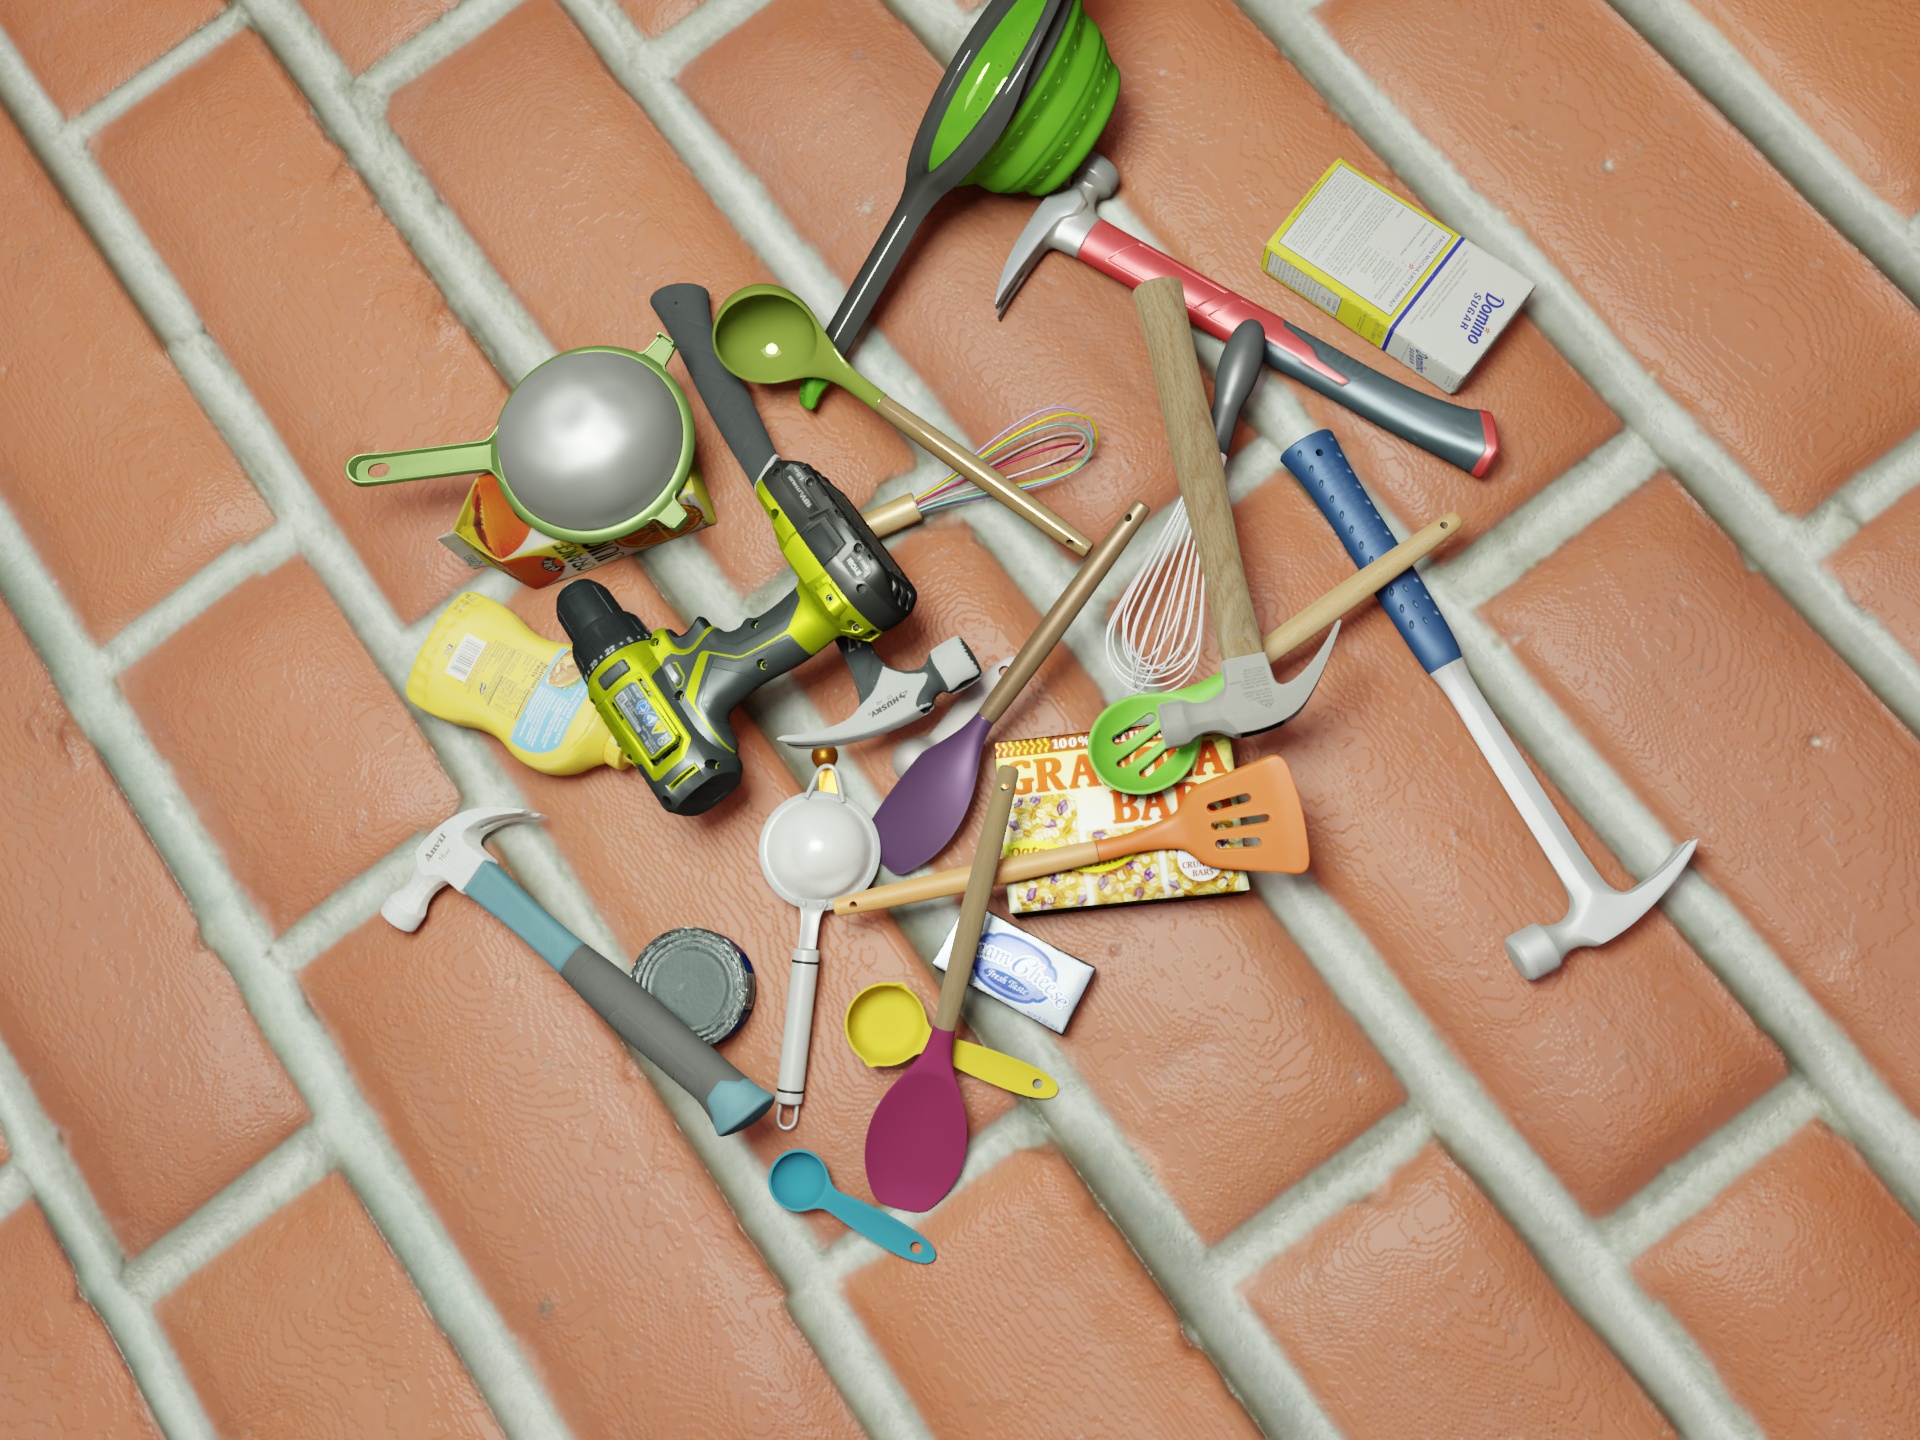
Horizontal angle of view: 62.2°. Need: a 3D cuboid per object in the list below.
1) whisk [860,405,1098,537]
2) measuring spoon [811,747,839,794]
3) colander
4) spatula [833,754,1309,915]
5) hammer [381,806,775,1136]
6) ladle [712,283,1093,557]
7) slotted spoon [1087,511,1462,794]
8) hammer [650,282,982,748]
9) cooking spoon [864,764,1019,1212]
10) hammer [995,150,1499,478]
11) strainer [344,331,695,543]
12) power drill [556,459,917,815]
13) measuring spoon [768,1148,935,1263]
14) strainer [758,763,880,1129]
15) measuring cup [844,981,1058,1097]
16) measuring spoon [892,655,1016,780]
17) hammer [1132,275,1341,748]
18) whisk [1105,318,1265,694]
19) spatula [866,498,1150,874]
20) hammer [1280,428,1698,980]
[{"bbox_3d":[-0.011,-0.165,1.180,0.245,0.047,0.051,-23,73,6],"label":"whisk"},{"bbox_3d":[-0.094,0.072,1.153,0.021,0.011,0.117,-8,78,5],"label":"measuring spoon"},{"bbox_3d":[0.010,-0.392,1.194,0.094,0.205,0.397,28,100,-23],"label":"colander"},{"bbox_3d":[0.069,0.094,1.074,0.322,0.041,0.081,-13,93,6],"label":"spatula"},{"bbox_3d":[-0.261,0.176,1.109,0.331,0.033,0.128,35,90,21],"label":"hammer"},{"bbox_3d":[-0.042,-0.208,1.141,0.320,0.078,0.062,36,40,8],"label":"ladle"},{"bbox_3d":[0.220,-0.051,1.098,0.314,0.031,0.070,-35,75,-5],"label":"slotted spoon"},{"bbox_3d":[-0.138,-0.163,1.175,0.149,0.036,0.409,-31,71,8],"label":"hammer"},{"bbox_3d":[-0.004,0.184,1.076,0.069,0.017,0.319,14,98,2],"label":"cooking spoon"},{"bbox_3d":[0.213,-0.274,1.177,0.386,0.038,0.143,33,85,11],"label":"hammer"},{"bbox_3d":[-0.321,-0.200,1.128,0.256,0.069,0.151,-6,78,3],"label":"strainer"},{"bbox_3d":[-0.163,-0.072,1.102,0.228,0.080,0.191,-39,72,8],"label":"power drill"},{"bbox_3d":[-0.073,0.337,1.098,0.128,0.021,0.042,30,87,2],"label":"measuring spoon"},{"bbox_3d":[-0.106,0.158,1.119,0.087,0.050,0.258,7,85,-6],"label":"strainer"},{"bbox_3d":[-0.006,0.229,1.110,0.156,0.029,0.062,22,85,-2],"label":"measuring cup"},{"bbox_3d":[-0.002,-0.004,1.155,0.124,0.018,0.034,-45,77,-5],"label":"measuring spoon"},{"bbox_3d":[0.171,-0.151,1.088,0.130,0.031,0.331,-11,77,4],"label":"hammer"},{"bbox_3d":[0.167,-0.153,1.133,0.070,0.070,0.284,17,85,9],"label":"whisk"},{"bbox_3d":[0.035,-0.021,1.109,0.060,0.018,0.316,41,104,24],"label":"spatula"},{"bbox_3d":[0.351,-0.031,1.113,0.144,0.035,0.406,-28,77,0],"label":"hammer"}]
